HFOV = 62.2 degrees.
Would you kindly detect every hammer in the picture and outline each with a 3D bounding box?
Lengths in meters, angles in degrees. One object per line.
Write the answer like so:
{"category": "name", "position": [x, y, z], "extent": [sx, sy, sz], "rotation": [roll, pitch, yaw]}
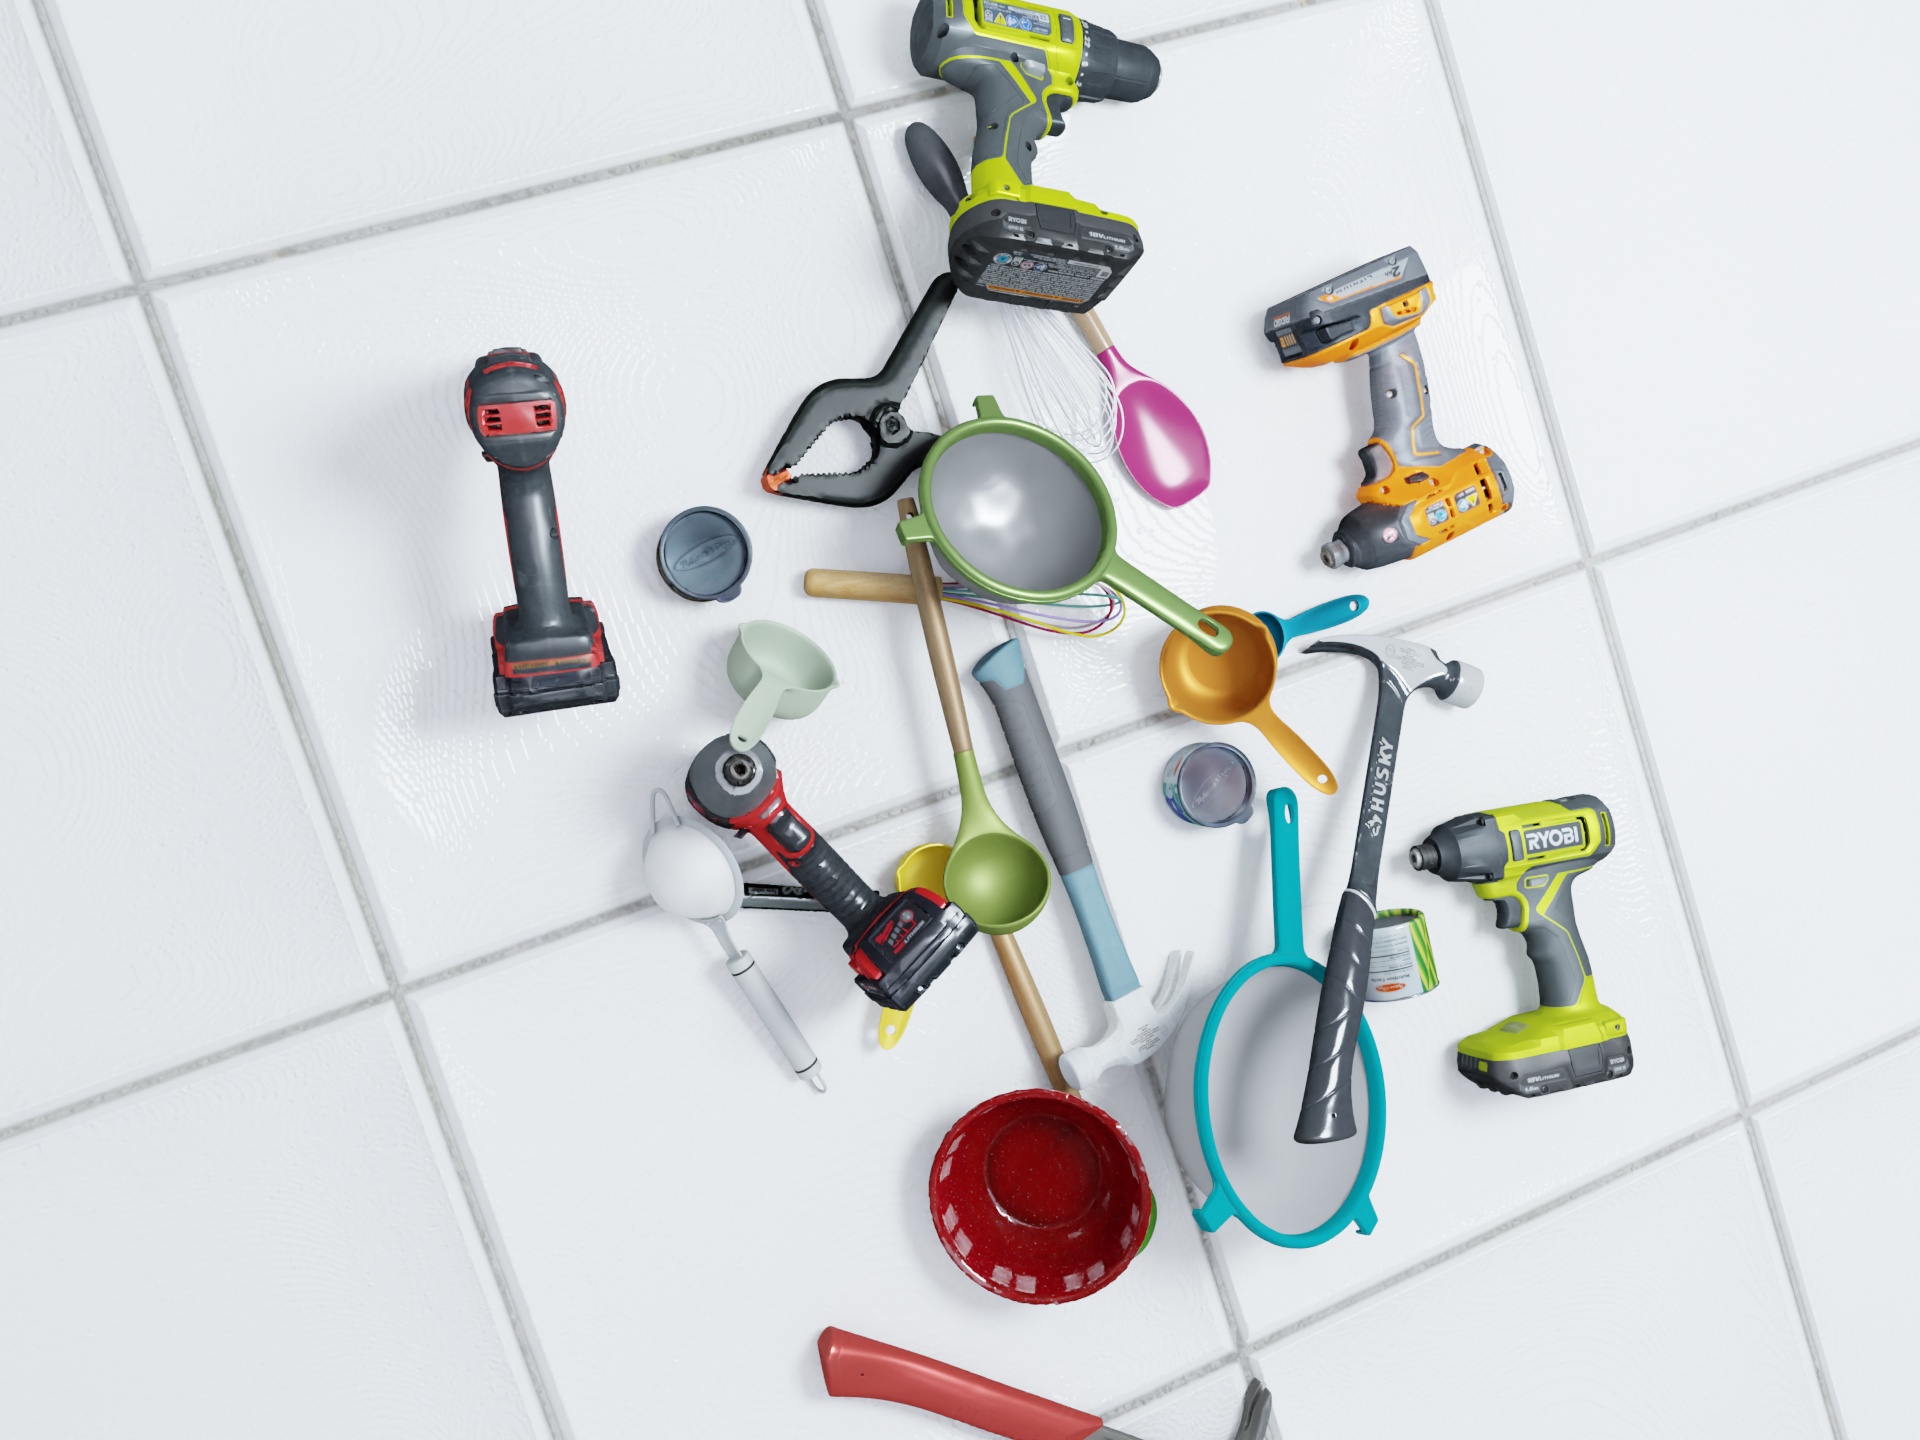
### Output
{"category": "hammer", "position": [0.061, 0.519, 1.199], "extent": [0.359, 0.037, 0.149], "rotation": [25, 84, -14]}
{"category": "hammer", "position": [0.302, 0.119, 1.205], "extent": [0.149, 0.036, 0.409], "rotation": [20, 68, -11]}
{"category": "hammer", "position": [0.081, 0.099, 1.195], "extent": [0.128, 0.033, 0.331], "rotation": [-22, 93, -24]}

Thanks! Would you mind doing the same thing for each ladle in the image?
{"category": "ladle", "position": [-0.002, -0.004, 1.137], "extent": [0.078, 0.062, 0.320], "rotation": [-13, 93, -9]}

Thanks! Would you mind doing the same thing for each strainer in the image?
{"category": "strainer", "position": [0.076, -0.111, 1.148], "extent": [0.256, 0.069, 0.152], "rotation": [32, 58, -7]}
{"category": "strainer", "position": [0.222, 0.222, 1.214], "extent": [0.210, 0.095, 0.340], "rotation": [15, 69, -37]}
{"category": "strainer", "position": [-0.160, 0.166, 1.126], "extent": [0.258, 0.087, 0.050], "rotation": [60, 37, -17]}

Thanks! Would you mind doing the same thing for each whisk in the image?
{"category": "whisk", "position": [0.037, -0.318, 1.178], "extent": [0.070, 0.070, 0.284], "rotation": [-31, 93, -13]}
{"category": "whisk", "position": [0.007, -0.091, 1.178], "extent": [0.245, 0.051, 0.047], "rotation": [3, 95, -12]}

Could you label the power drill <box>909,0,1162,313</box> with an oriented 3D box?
{"category": "power drill", "position": [0.065, -0.417, 1.151], "extent": [0.190, 0.080, 0.229], "rotation": [3, 71, -21]}

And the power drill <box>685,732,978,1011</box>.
{"category": "power drill", "position": [-0.098, 0.095, 1.085], "extent": [0.219, 0.143, 0.078], "rotation": [44, 76, -3]}

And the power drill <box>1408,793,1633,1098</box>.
{"category": "power drill", "position": [0.452, 0.180, 1.282], "extent": [0.171, 0.080, 0.223], "rotation": [-8, 89, -15]}

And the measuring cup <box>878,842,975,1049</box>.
{"category": "measuring cup", "position": [-0.035, 0.166, 1.177], "extent": [0.062, 0.029, 0.156], "rotation": [17, 88, -14]}

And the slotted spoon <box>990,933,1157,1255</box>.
{"category": "slotted spoon", "position": [0.075, 0.273, 1.206], "extent": [0.070, 0.031, 0.314], "rotation": [-23, 95, -10]}

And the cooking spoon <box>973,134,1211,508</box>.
{"category": "cooking spoon", "position": [0.097, -0.305, 1.212], "extent": [0.069, 0.017, 0.319], "rotation": [-33, 99, -7]}

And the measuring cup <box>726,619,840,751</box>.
{"category": "measuring cup", "position": [-0.136, -0.012, 1.087], "extent": [0.083, 0.168, 0.038], "rotation": [31, 120, -7]}

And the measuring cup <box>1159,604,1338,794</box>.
{"category": "measuring cup", "position": [0.226, -0.014, 1.211], "extent": [0.095, 0.052, 0.173], "rotation": [-43, 92, 19]}

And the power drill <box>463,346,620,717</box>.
{"category": "power drill", "position": [-0.284, -0.134, 1.052], "extent": [0.080, 0.188, 0.226], "rotation": [-9, 111, -15]}

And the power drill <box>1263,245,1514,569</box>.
{"category": "power drill", "position": [0.323, -0.234, 1.242], "extent": [0.164, 0.084, 0.226], "rotation": [-27, 101, -13]}

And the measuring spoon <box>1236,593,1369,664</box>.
{"category": "measuring spoon", "position": [0.270, -0.077, 1.264], "extent": [0.128, 0.021, 0.042], "rotation": [-19, 97, -23]}
